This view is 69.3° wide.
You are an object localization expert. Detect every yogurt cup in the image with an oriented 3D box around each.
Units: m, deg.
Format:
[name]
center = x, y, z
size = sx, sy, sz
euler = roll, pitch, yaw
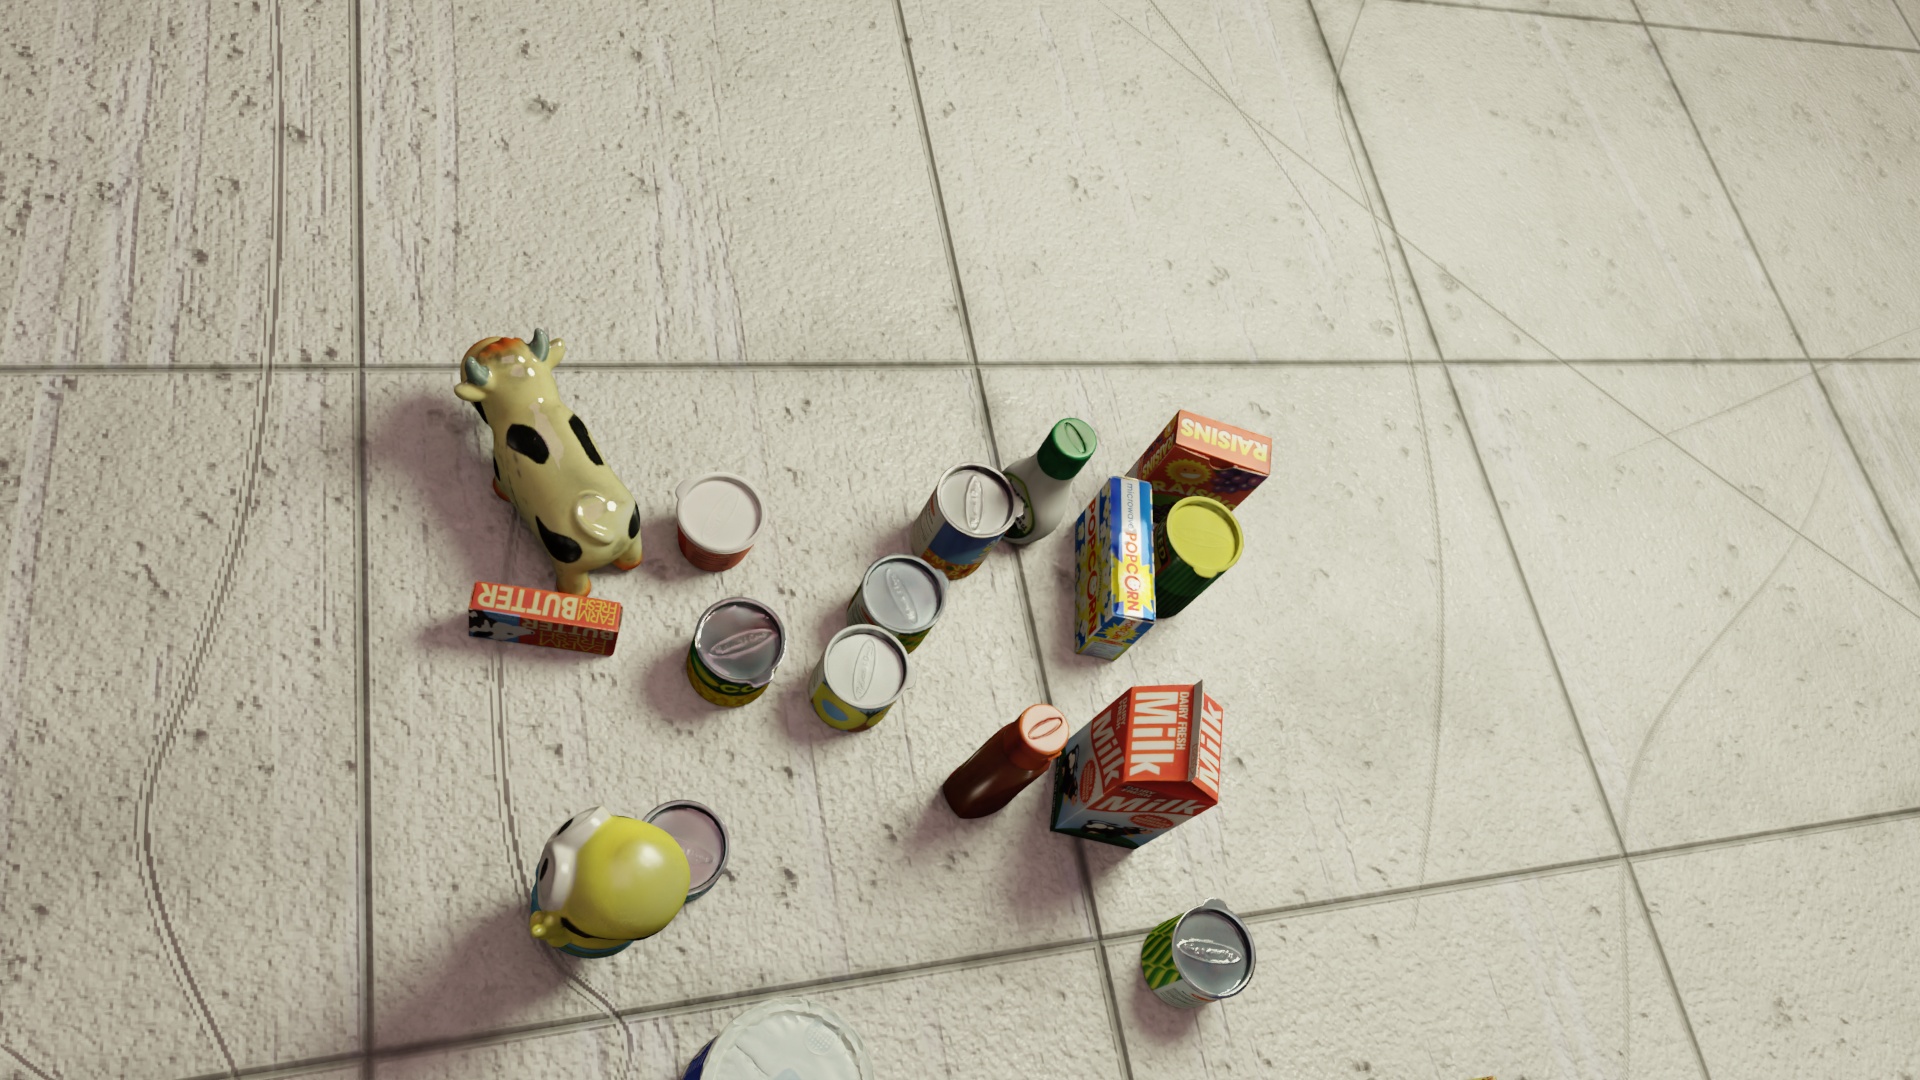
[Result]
[yogurt cup]
center = -0.185, -0.011, 1.060
size = 0.072, 0.053, 0.072
euler = 8, 63, -15

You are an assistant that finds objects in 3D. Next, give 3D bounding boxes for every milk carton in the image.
[milk carton]
center = 0.132, 0.162, 0.999
size = 0.073, 0.189, 0.072
euler = 15, 61, -11

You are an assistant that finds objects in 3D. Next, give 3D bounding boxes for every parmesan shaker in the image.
[parmesan shaker]
center = 0.178, 0.018, 1.137
size = 0.071, 0.102, 0.071
euler = 8, 63, -15

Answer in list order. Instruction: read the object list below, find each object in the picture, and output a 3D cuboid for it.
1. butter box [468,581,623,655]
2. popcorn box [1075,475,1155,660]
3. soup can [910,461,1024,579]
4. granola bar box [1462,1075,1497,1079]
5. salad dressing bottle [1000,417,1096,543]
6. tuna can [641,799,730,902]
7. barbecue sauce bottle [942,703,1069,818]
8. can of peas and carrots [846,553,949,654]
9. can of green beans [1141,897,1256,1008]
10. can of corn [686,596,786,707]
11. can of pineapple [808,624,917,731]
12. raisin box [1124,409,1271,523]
[butter box]
center = -0.295, 0.056, 0.990
size = 0.103, 0.053, 0.024
euler = 10, 62, -14
[popcorn box]
center = 0.124, 0.022, 1.127
size = 0.038, 0.085, 0.127
euler = 10, 62, -14
[soup can]
center = 0.004, -0.014, 1.106
size = 0.071, 0.083, 0.071
euler = 8, 63, -15
[granola bar box]
center = 0.299, 0.443, 0.952
size = 0.166, 0.123, 0.039
euler = -35, 80, -29
[salad dressing bottle]
center = 0.066, -0.047, 1.107
size = 0.044, 0.147, 0.064
euler = -21, 73, -26
[tuna can]
center = -0.194, 0.217, 0.955
size = 0.071, 0.032, 0.071
euler = 8, 63, -15
[barbecue sauce bottle]
center = 0.036, 0.157, 0.994
size = 0.065, 0.148, 0.044
euler = -23, 74, -26
[can of peas and carrots]
center = -0.048, 0.050, 1.072
size = 0.071, 0.058, 0.071
euler = 8, 63, -15
[can of green beans]
center = 0.174, 0.305, 1.018
size = 0.071, 0.057, 0.071
euler = 8, 63, -15
[can of corn]
center = -0.164, 0.085, 1.017
size = 0.071, 0.058, 0.071
euler = 8, 63, -15
[can of pineapple]
center = -0.075, 0.105, 1.036
size = 0.071, 0.057, 0.071
euler = 8, 63, -15
[raisin box]
center = 0.195, -0.054, 1.167
size = 0.086, 0.122, 0.040
euler = 17, 61, -10
